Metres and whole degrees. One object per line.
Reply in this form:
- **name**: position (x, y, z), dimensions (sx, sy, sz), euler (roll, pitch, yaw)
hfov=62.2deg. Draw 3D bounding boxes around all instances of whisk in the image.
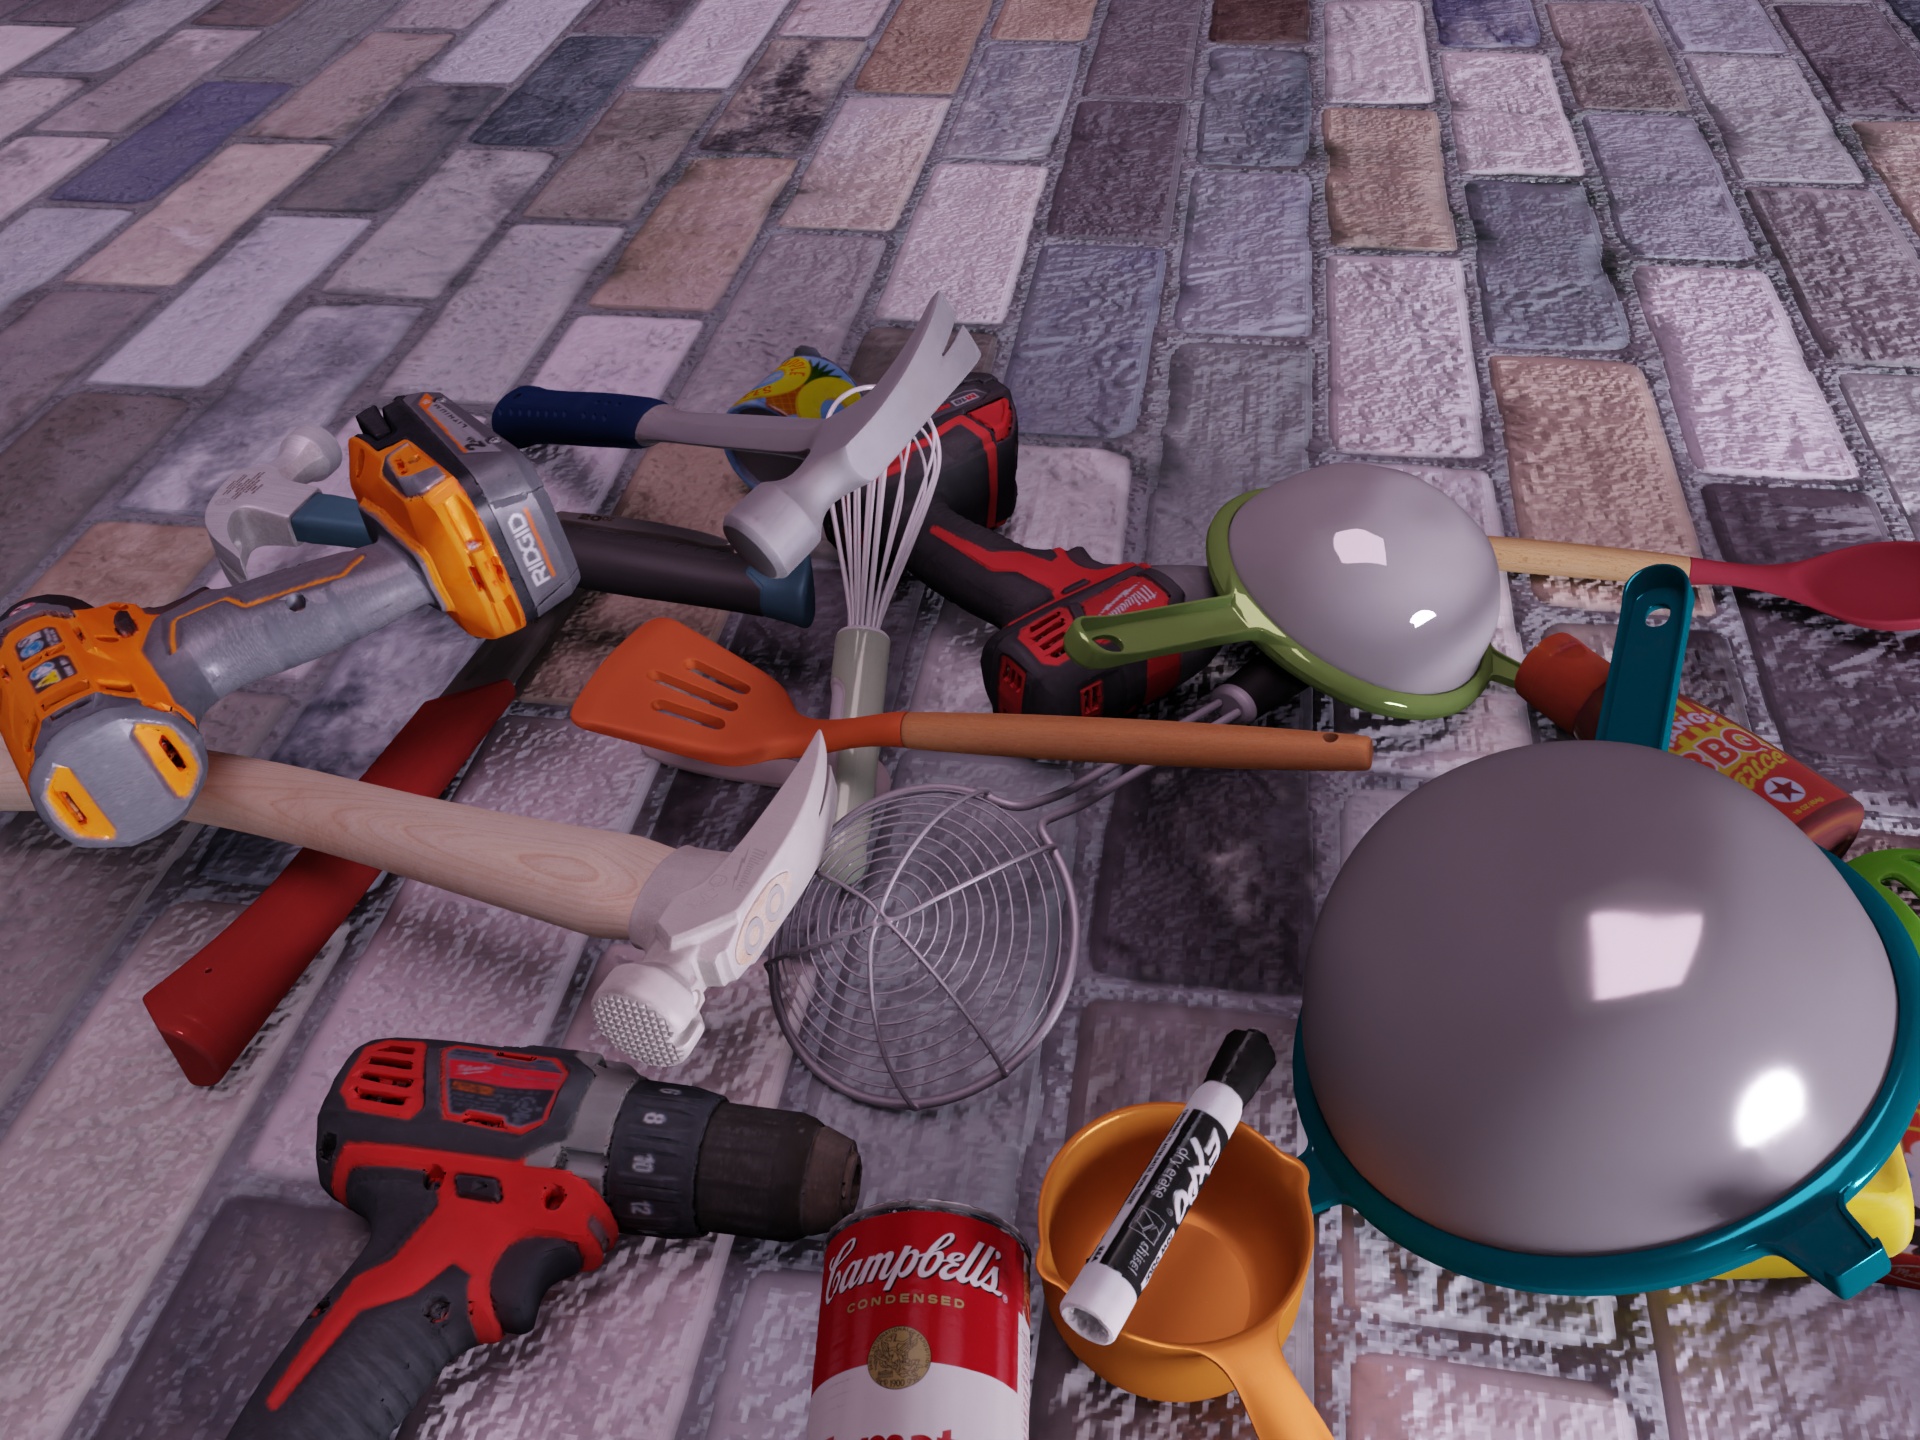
- **whisk**: position (-0.044, -0.045, 0.718), dimensions (0.059, 0.058, 0.246), euler (12, 68, -18)

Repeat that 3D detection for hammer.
- **hammer**: position (-0.226, -0.088, 0.796), dimensions (0.331, 0.033, 0.128), euler (9, 42, 13)
- **hammer**: position (-0.252, 0.033, 0.651), dimensions (0.411, 0.038, 0.146), euler (9, 42, 22)
- **hammer**: position (-0.143, -0.150, 0.794), dimensions (0.144, 0.035, 0.406), euler (-48, 33, -17)
- **hammer**: position (-0.236, 0.016, 0.731), dimensions (0.149, 0.036, 0.359), euler (10, 43, 14)

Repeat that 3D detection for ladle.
- **ladle**: position (0.343, -0.079, 0.810), dimensions (0.315, 0.031, 0.069), euler (7, 40, 14)

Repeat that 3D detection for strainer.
- **strainer**: position (0.154, -0.068, 0.709), dimensions (0.256, 0.069, 0.152), euler (-12, 55, -37)
- **strainer**: position (0.225, 0.031, 0.576), dimensions (0.211, 0.095, 0.340), euler (-5, 42, 37)

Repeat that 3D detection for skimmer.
- **skimmer**: position (0.075, 0.037, 0.694), dimensions (0.127, 0.090, 0.363), euler (37, 45, 28)

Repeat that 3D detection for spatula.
- **spatula**: position (-0.001, -0.002, 0.636), dimensions (0.323, 0.041, 0.081), euler (3, 37, 22)

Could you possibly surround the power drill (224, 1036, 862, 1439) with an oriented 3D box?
- **power drill**: position (-0.142, 0.199, 0.494), dimensions (0.188, 0.080, 0.227), euler (5, 40, 9)

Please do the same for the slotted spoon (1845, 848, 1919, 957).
- **slotted spoon**: position (0.413, 0.153, 0.548), dimensions (0.070, 0.031, 0.314), euler (-10, 44, -9)

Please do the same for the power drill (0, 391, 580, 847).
- **power drill**: position (-0.298, -0.053, 0.680), dimensions (0.226, 0.084, 0.164), euler (-34, 44, -22)

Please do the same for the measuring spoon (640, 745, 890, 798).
- **measuring spoon**: position (-0.092, 0.017, 0.732), dimensions (0.124, 0.018, 0.034), euler (10, 44, 14)

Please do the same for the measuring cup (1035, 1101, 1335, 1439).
- **measuring cup**: position (0.085, 0.203, 0.493), dimensions (0.095, 0.052, 0.174), euler (-16, 45, -15)

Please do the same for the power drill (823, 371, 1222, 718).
- **power drill**: position (0.035, -0.083, 0.799), dimensions (0.143, 0.078, 0.220), euler (-26, 50, -23)
